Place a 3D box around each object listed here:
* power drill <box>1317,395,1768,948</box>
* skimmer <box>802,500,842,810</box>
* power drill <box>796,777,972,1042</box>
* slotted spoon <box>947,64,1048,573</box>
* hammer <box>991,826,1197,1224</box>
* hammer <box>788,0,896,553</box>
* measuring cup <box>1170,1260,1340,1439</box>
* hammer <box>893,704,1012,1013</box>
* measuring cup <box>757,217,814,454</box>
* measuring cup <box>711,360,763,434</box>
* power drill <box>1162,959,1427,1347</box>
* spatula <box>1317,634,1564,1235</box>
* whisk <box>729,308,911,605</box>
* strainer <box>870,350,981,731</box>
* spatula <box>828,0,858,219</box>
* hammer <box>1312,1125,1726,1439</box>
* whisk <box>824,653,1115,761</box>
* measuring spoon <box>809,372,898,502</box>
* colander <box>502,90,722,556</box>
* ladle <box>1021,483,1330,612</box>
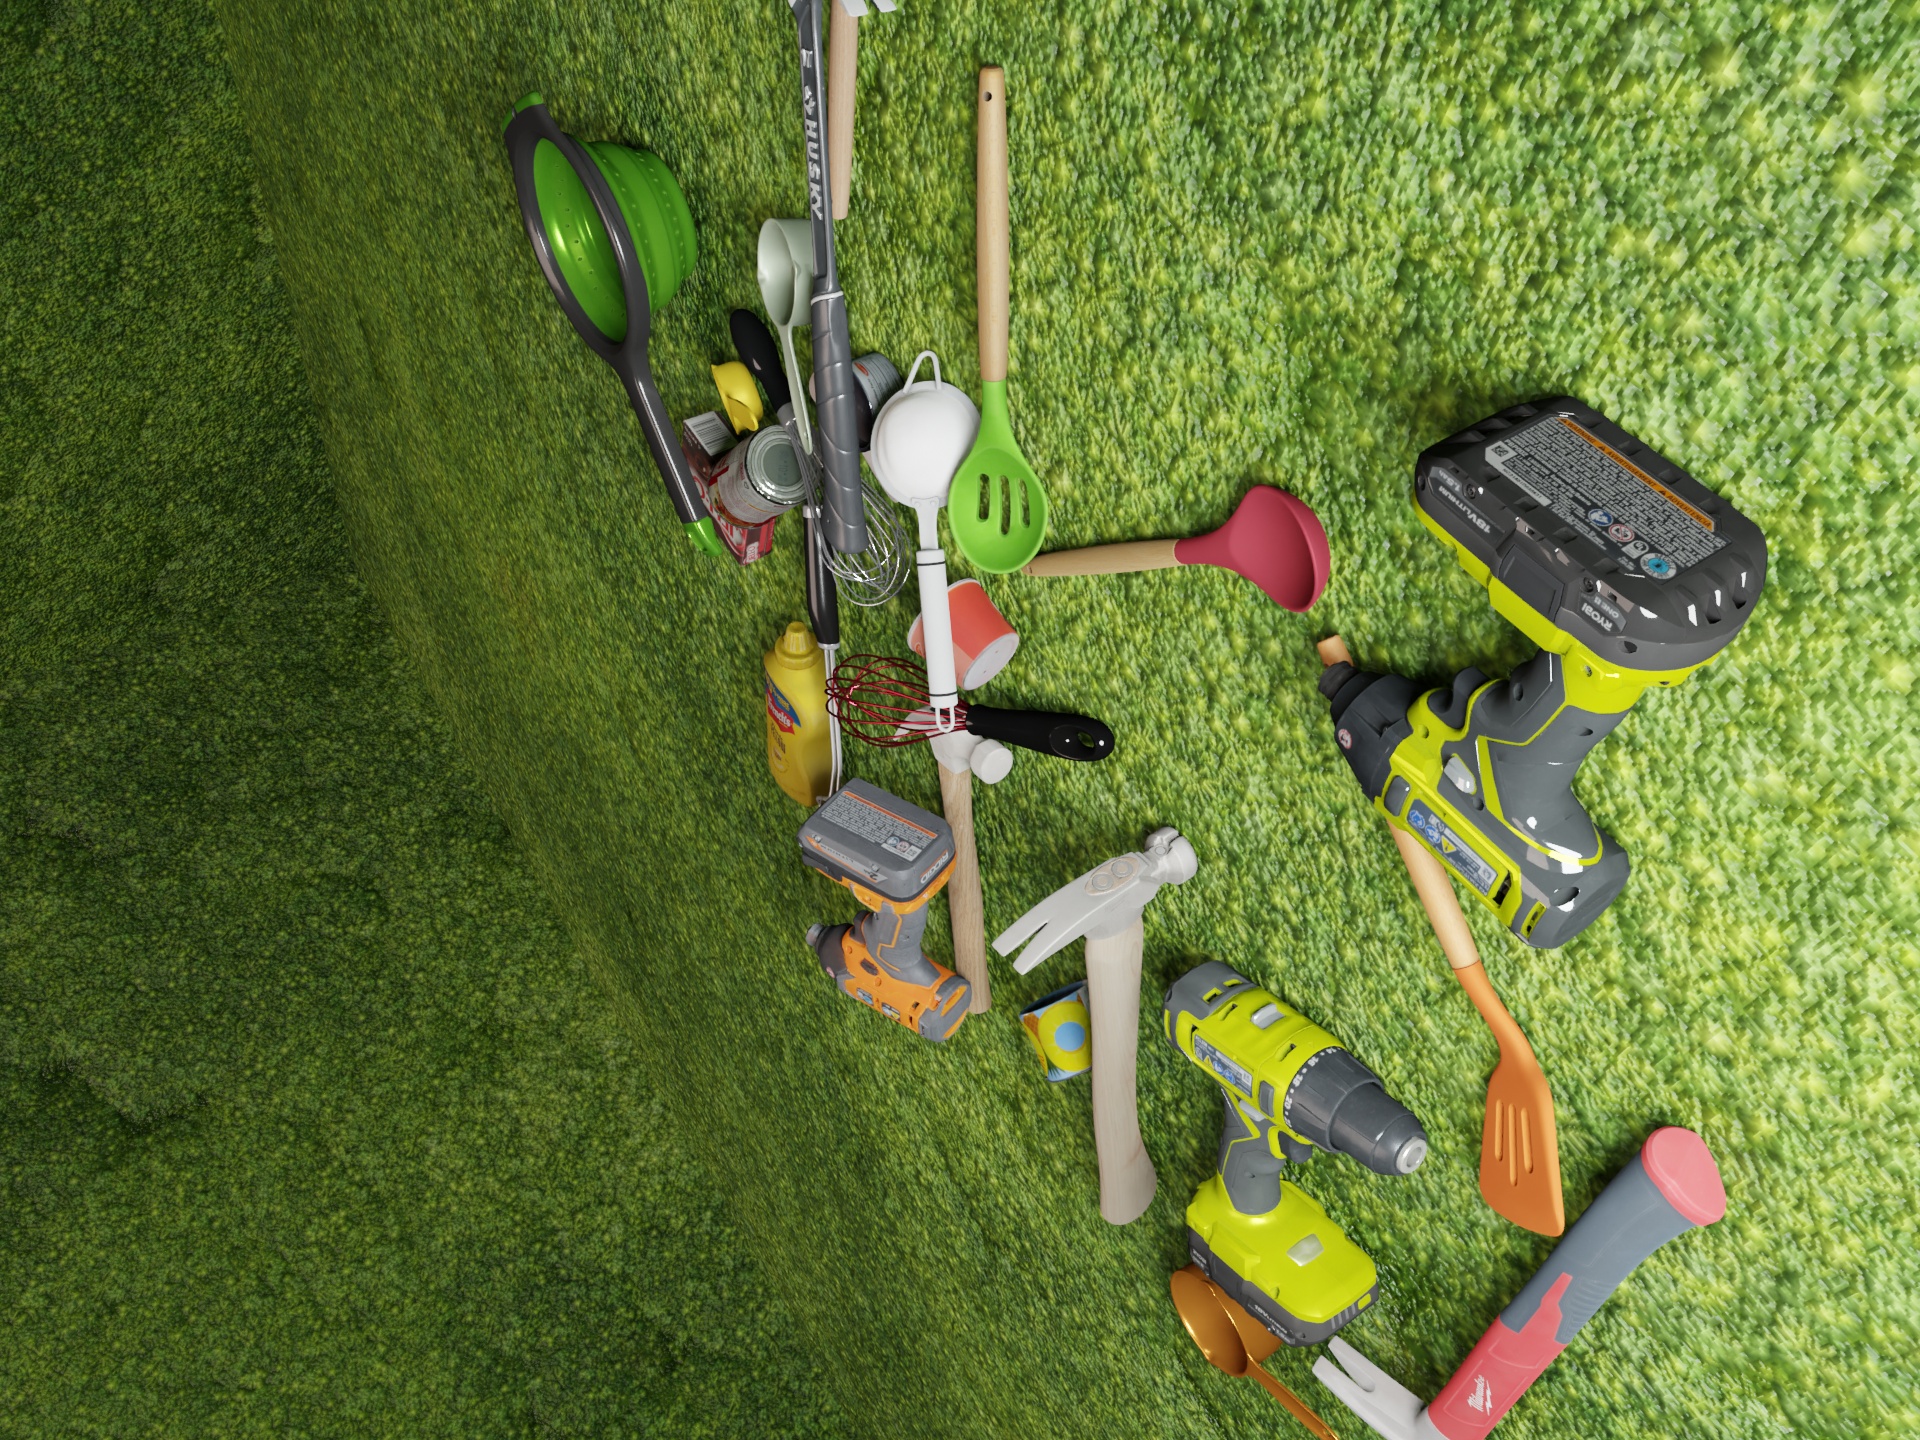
[{"bbox_3d":[0.237,-0.021,0.698,0.171,0.080,0.223,49,153,31],"label":"power drill"},{"bbox_3d":[-0.086,-0.015,1.383,0.127,0.090,0.363,20,120,49],"label":"skimmer"},{"bbox_3d":[-0.074,0.161,1.347,0.164,0.084,0.226,24,139,28],"label":"power drill"},{"bbox_3d":[0.022,-0.234,0.971,0.070,0.031,0.313,11,127,18],"label":"slotted spoon"},{"bbox_3d":[0.104,0.254,1.151,0.038,0.146,0.410,41,151,39],"label":"hammer"},{"bbox_3d":[-0.086,-0.296,1.051,0.149,0.036,0.408,39,142,44],"label":"hammer"},{"bbox_3d":[0.231,0.461,1.176,0.174,0.052,0.095,35,142,44],"label":"measuring cup"},{"bbox_3d":[0.000,0.122,1.337,0.130,0.031,0.331,39,145,42],"label":"hammer"},{"bbox_3d":[-0.109,-0.279,1.151,0.083,0.038,0.167,21,123,62],"label":"measuring cup"},{"bbox_3d":[-0.170,-0.256,1.283,0.157,0.029,0.062,-134,22,-64],"label":"measuring cup"},{"bbox_3d":[0.214,0.286,1.022,0.191,0.080,0.228,32,137,48],"label":"power drill"},{"bbox_3d":[0.248,0.109,0.833,0.081,0.041,0.322,161,86,-79],"label":"spatula"},{"bbox_3d":[-0.117,-0.210,1.237,0.285,0.070,0.070,61,155,19],"label":"whisk"},{"bbox_3d":[-0.021,-0.118,1.074,0.087,0.050,0.258,0,101,27],"label":"strainer"},{"bbox_3d":[-0.071,-0.452,0.969,0.060,0.018,0.315,50,150,34],"label":"spatula"},{"bbox_3d":[0.308,0.328,0.890,0.143,0.038,0.386,33,141,23],"label":"hammer"},{"bbox_3d":[-0.002,-0.004,1.166,0.296,0.073,0.073,11,123,45],"label":"whisk"},{"bbox_3d":[-0.082,-0.215,1.206,0.124,0.018,0.034,59,154,11],"label":"measuring spoon"},{"bbox_3d":[-0.256,-0.336,1.347,0.205,0.094,0.397,10,124,60],"label":"colander"},{"bbox_3d":[0.115,-0.095,0.924,0.315,0.031,0.069,6,115,63],"label":"ladle"}]
